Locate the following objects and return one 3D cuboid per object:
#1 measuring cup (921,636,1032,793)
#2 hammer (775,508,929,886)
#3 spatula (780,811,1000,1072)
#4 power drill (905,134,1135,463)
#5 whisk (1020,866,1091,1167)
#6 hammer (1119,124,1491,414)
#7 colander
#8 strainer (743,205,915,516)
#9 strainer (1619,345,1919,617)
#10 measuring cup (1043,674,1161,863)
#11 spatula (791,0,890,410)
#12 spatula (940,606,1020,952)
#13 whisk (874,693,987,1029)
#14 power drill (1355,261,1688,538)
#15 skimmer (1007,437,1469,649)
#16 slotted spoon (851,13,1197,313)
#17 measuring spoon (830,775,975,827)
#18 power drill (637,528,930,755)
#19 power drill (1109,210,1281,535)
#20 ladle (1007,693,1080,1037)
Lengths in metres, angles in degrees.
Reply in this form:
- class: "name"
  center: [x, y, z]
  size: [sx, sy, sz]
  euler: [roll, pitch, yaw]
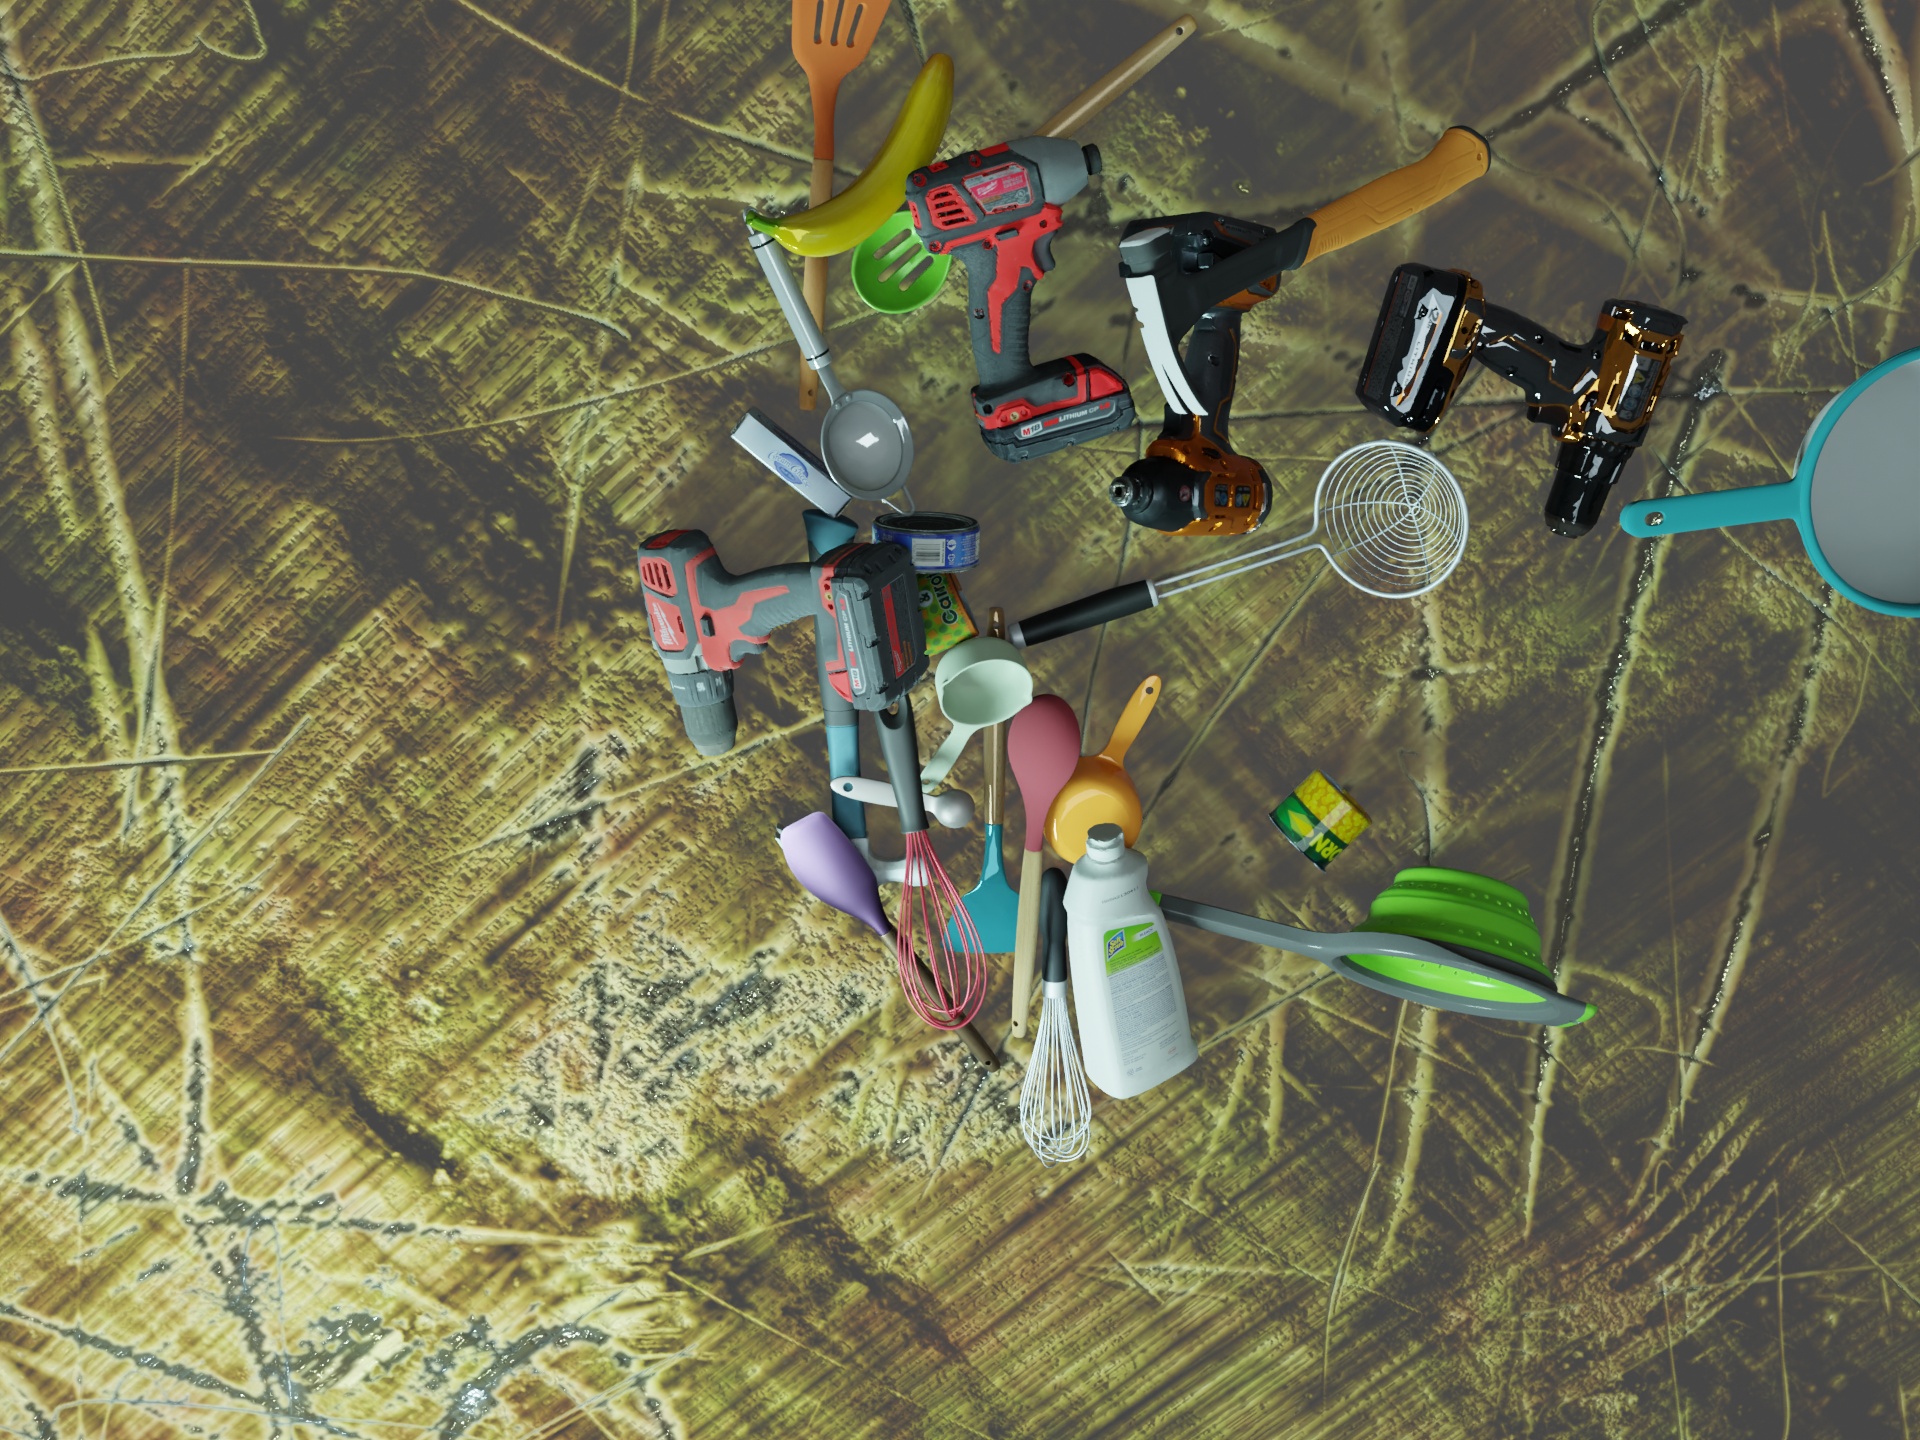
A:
- class: "measuring cup"
  center: [-0.002, -0.004, 1.301]
  size: [0.083, 0.038, 0.167]
  euler: [9, 135, -27]
- class: "hammer"
  center: [-0.097, -0.011, 1.316]
  size: [0.128, 0.033, 0.330]
  euler: [-3, 109, -2]
- class: "spatula"
  center: [-0.053, 0.200, 1.378]
  size: [0.060, 0.018, 0.315]
  euler: [-29, 116, 15]
- class: "power drill"
  center: [0.054, -0.315, 1.177]
  size: [0.143, 0.079, 0.219]
  euler: [-18, 114, -2]
- class: "whisk"
  center: [0.083, 0.265, 1.408]
  size: [0.070, 0.070, 0.284]
  euler: [-2, 105, -1]
- class: "hammer"
  center: [0.259, -0.339, 1.130]
  size: [0.337, 0.034, 0.127]
  euler: [-32, 115, -23]
- class: "colander"
  center: [0.338, 0.163, 1.359]
  size: [0.397, 0.204, 0.094]
  euler: [14, 74, 9]
- class: "strainer"
  center: [-0.103, -0.267, 1.205]
  size: [0.087, 0.050, 0.258]
  euler: [-42, 120, -30]
- class: "strainer"
  center: [0.680, -0.185, 1.253]
  size: [0.340, 0.095, 0.211]
  euler: [-7, 107, 3]
- class: "measuring cup"
  center: [0.128, 0.044, 1.331]
  size: [0.095, 0.052, 0.173]
  euler: [23, 109, -10]
- class: "spatula"
  center: [-0.100, -0.390, 1.179]
  size: [0.081, 0.041, 0.322]
  euler: [-5, 113, -27]
- class: "spatula"
  center: [0.026, 0.058, 1.351]
  size: [0.082, 0.044, 0.317]
  euler: [0, 104, -2]
- class: "whisk"
  center: [-0.032, 0.108, 1.295]
  size: [0.073, 0.073, 0.296]
  euler: [-11, 94, 2]
- class: "power drill"
  center: [0.427, -0.247, 1.231]
  size: [0.226, 0.084, 0.185]
  euler: [10, 110, -10]
- class: "skimmer"
  center: [0.212, -0.118, 1.258]
  size: [0.363, 0.090, 0.127]
  euler: [-18, 100, 5]
- class: "slotted spoon"
  center: [0.047, -0.417, 1.184]
  size: [0.314, 0.031, 0.070]
  euler: [-37, 107, 8]
- class: "measuring spoon"
  center: [-0.047, 0.066, 1.318]
  size: [0.124, 0.018, 0.034]
  euler: [12, 106, -11]
- class: "power drill"
  center: [-0.143, -0.056, 1.242]
  size: [0.227, 0.080, 0.187]
  euler: [4, 115, 27]
- class: "power drill"
  center: [0.166, -0.248, 1.164]
  size: [0.084, 0.164, 0.226]
  euler: [8, 101, 41]
- class: "ladle"
  center: [0.059, 0.129, 1.332]
  size: [0.069, 0.031, 0.315]
  euler: [19, 117, 34]
